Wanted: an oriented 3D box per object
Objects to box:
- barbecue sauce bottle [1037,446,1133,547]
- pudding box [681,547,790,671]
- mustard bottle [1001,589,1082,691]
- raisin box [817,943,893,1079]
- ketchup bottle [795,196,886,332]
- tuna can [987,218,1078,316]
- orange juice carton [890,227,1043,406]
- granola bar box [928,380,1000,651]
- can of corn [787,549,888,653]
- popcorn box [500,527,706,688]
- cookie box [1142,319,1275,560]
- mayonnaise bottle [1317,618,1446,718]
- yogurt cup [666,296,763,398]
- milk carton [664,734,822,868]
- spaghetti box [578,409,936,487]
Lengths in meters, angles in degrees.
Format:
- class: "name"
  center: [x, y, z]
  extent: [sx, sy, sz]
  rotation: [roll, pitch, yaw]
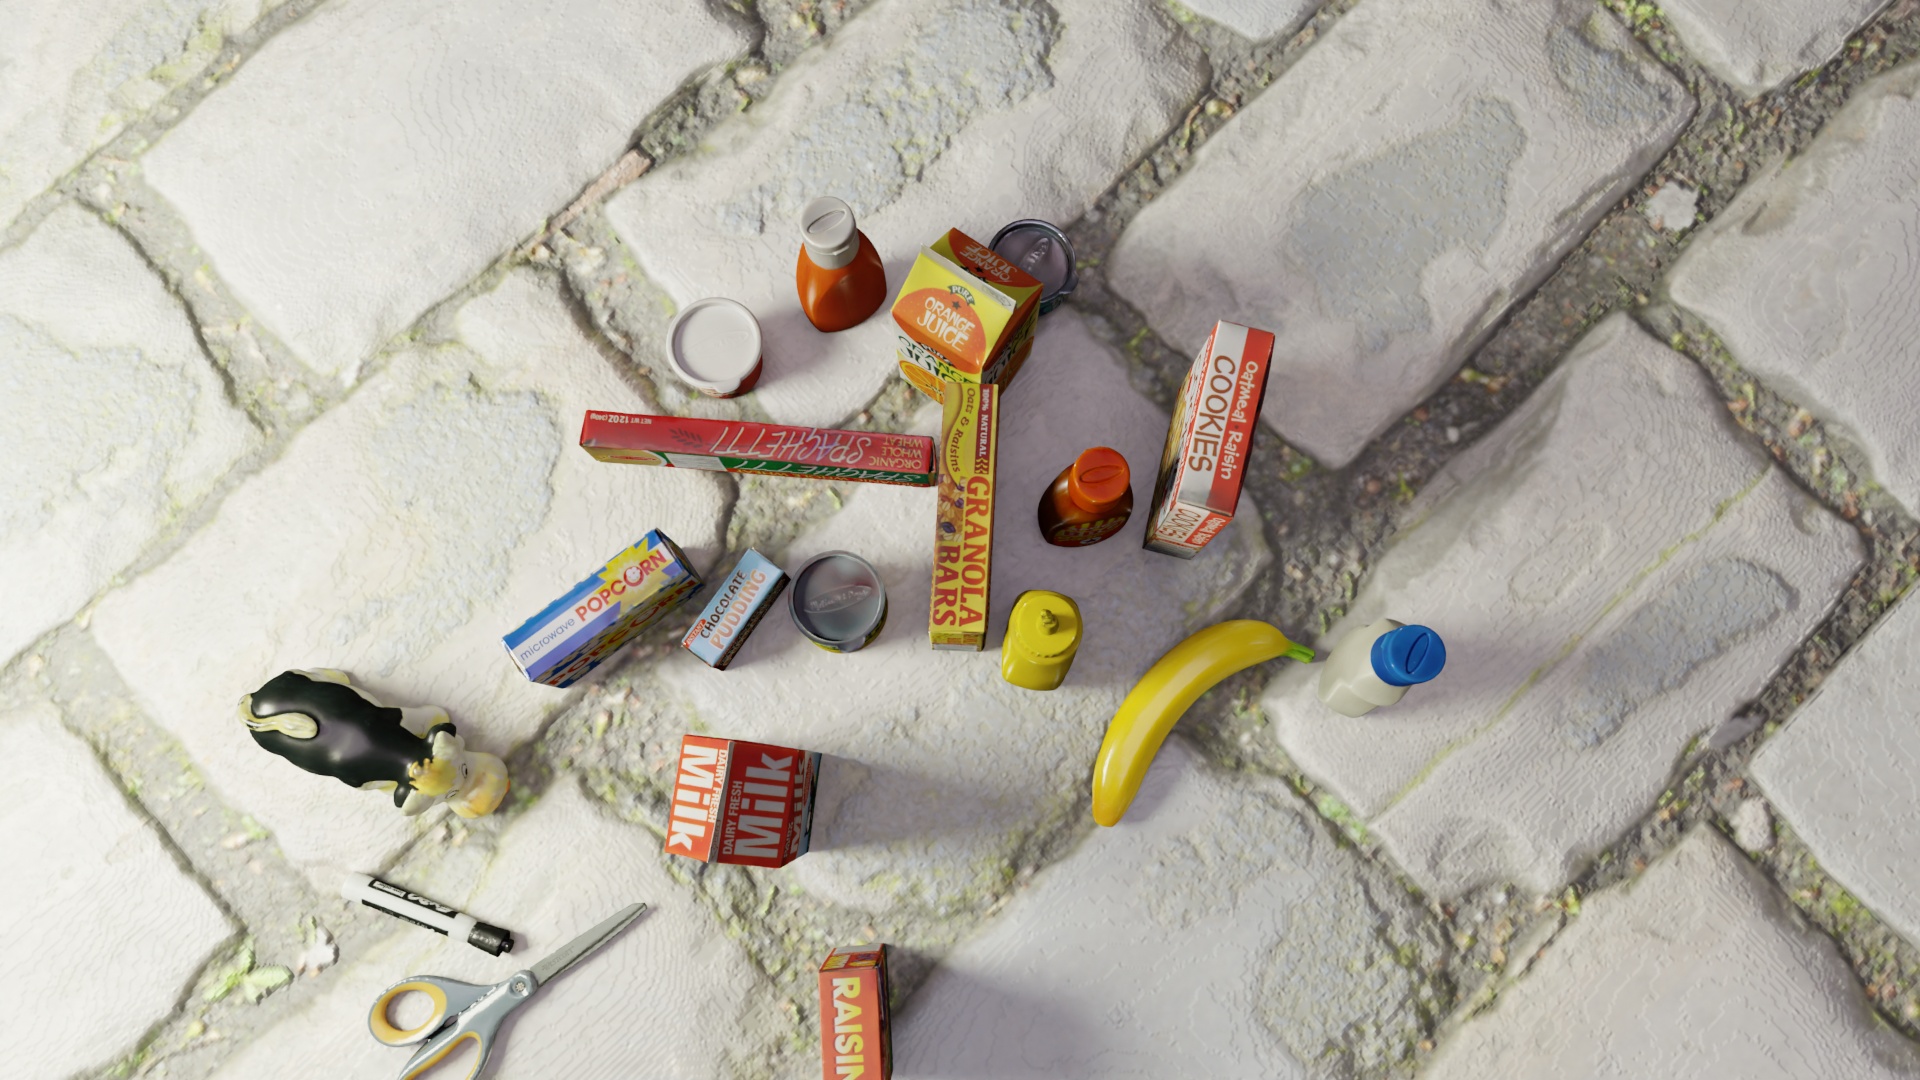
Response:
- class: "barbecue sauce bottle"
  center: [0.087, -0.029, 0.935]
  extent: [0.065, 0.148, 0.044]
  rotation: [-12, 80, -2]
- class: "pudding box"
  center: [-0.156, 0.048, 0.969]
  extent: [0.030, 0.049, 0.084]
  rotation: [35, 81, 6]
- class: "mustard bottle"
  center: [0.054, 0.063, 0.912]
  extent: [0.049, 0.160, 0.065]
  rotation: [10, 80, 2]
- class: "raisin box"
  center: [-0.065, 0.308, 0.883]
  extent: [0.040, 0.123, 0.086]
  rotation: [-3, 80, -1]
- class: "ketchup bottle"
  center: [-0.085, -0.191, 0.965]
  extent: [0.065, 0.148, 0.043]
  rotation: [-30, 81, -5]
- class: "tuna can"
  center: [0.053, -0.199, 1.026]
  extent: [0.071, 0.032, 0.071]
  rotation: [0, 79, 0]
- class: "orange juice carton"
  center: [0.004, -0.146, 0.934]
  extent: [0.072, 0.192, 0.073]
  rotation: [34, 82, 6]
- class: "granola bar box"
  center: [0.003, -0.012, 0.944]
  extent: [0.039, 0.124, 0.166]
  rotation: [3, 80, 0]
- class: "can of corn"
  center: [-0.083, 0.046, 0.966]
  extent: [0.071, 0.058, 0.071]
  rotation: [0, 80, 0]
- class: "popcorn box"
  center: [-0.242, 0.049, 0.950]
  extent: [0.127, 0.085, 0.038]
  rotation: [-37, 82, -7]
- class: "cookie box"
  center: [0.164, -0.062, 0.932]
  extent: [0.040, 0.167, 0.123]
  rotation: [14, 80, 2]
- class: "mayonnaise bottle"
  center: [0.278, 0.082, 0.916]
  extent: [0.041, 0.148, 0.065]
  rotation: [28, 81, 5]
- class: "yogurt cup"
  center: [-0.173, -0.135, 1.002]
  extent: [0.072, 0.054, 0.072]
  rotation: [0, 80, 0]
- class: "milk carton"
  center: [-0.136, 0.163, 0.876]
  extent: [0.073, 0.190, 0.072]
  rotation: [7, 80, 1]
- class: "spaghetti box"
  center: [-0.140, -0.064, 0.990]
  extent: [0.250, 0.050, 0.029]
  rotation: [4, 80, 0]
